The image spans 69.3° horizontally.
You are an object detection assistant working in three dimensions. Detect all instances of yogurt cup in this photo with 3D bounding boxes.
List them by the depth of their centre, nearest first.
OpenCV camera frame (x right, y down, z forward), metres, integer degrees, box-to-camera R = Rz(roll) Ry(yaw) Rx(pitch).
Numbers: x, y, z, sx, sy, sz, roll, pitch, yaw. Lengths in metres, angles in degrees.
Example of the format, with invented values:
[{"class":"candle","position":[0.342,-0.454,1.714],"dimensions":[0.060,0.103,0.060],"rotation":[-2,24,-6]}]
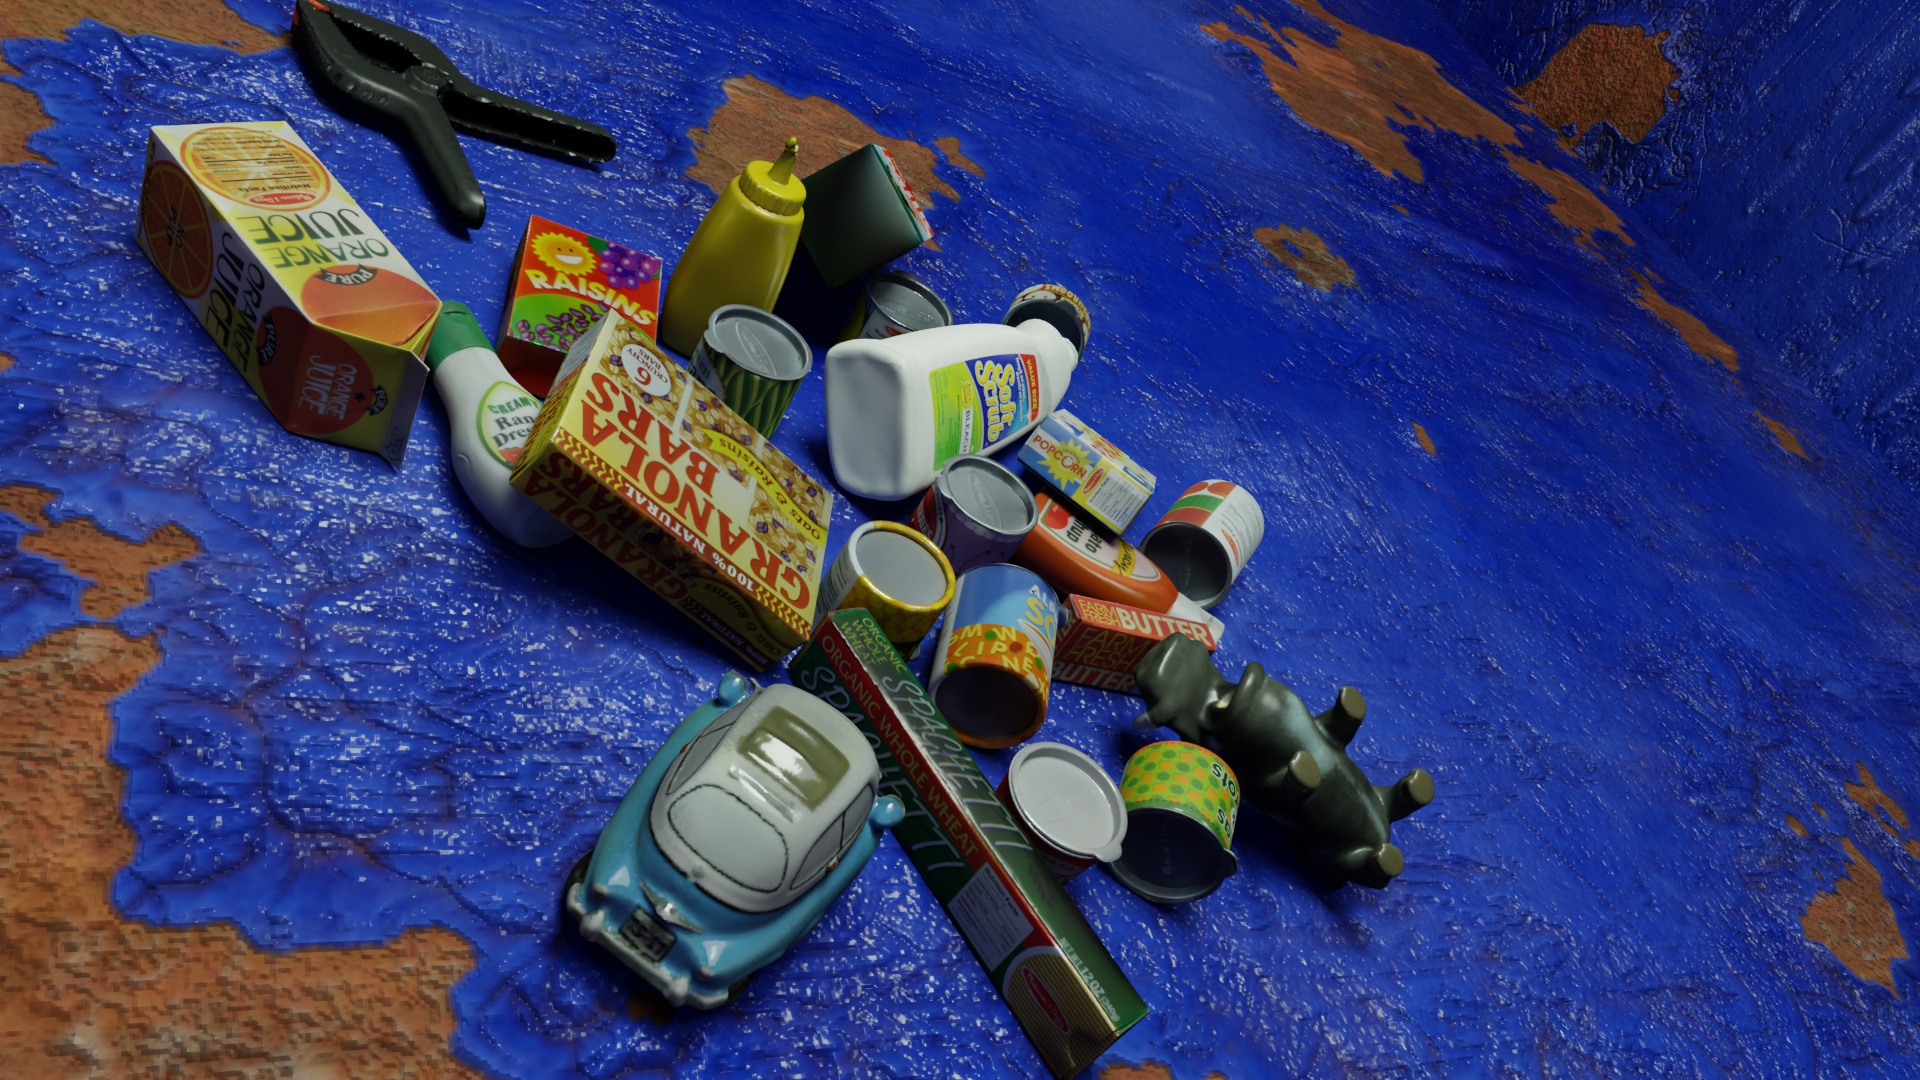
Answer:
[{"class":"yogurt cup","position":[0.043,0.145,0.708],"dimensions":[0.072,0.053,0.073],"rotation":[22,38,-18]}]

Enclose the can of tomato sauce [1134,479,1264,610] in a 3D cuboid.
[{"class":"can of tomato sauce","position":[0.165,0.002,0.961],"dimensions":[0.071,0.070,0.083],"rotation":[40,35,7]}]

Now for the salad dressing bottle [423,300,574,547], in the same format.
[{"class":"salad dressing bottle","position":[-0.244,-0.064,0.726],"dimensions":[0.064,0.043,0.148],"rotation":[-9,54,-48]}]

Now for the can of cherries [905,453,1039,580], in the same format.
[{"class":"can of cherries","position":[0.003,-0.011,0.850],"dimensions":[0.071,0.058,0.072],"rotation":[22,39,-18]}]

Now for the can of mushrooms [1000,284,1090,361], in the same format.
[{"class":"can of mushrooms","position":[0.066,-0.161,1.062],"dimensions":[0.071,0.070,0.034],"rotation":[32,34,-5]}]

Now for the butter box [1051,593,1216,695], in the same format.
[{"class":"butter box","position":[0.099,0.066,0.843],"dimensions":[0.103,0.053,0.024],"rotation":[14,39,-27]}]

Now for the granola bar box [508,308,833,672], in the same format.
[{"class":"granola bar box","position":[-0.143,-0.026,0.722],"dimensions":[0.165,0.039,0.125],"rotation":[42,29,-27]}]

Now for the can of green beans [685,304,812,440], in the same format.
[{"class":"can of green beans","position":[-0.132,-0.100,0.844],"dimensions":[0.071,0.057,0.071],"rotation":[22,38,-18]}]

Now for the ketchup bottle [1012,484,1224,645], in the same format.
[{"class":"ketchup bottle","position":[0.100,0.026,0.898],"dimensions":[0.149,0.043,0.065],"rotation":[36,33,0]}]

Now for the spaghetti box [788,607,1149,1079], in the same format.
[{"class":"spaghetti box","position":[-0.003,0.140,0.680],"dimensions":[0.029,0.050,0.251],"rotation":[-10,55,-47]}]

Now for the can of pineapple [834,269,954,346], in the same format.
[{"class":"can of pineapple","position":[-0.046,-0.144,0.963],"dimensions":[0.071,0.057,0.071],"rotation":[22,38,-18]}]

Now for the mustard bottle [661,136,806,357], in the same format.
[{"class":"mustard bottle","position":[-0.131,-0.180,0.850],"dimensions":[0.065,0.159,0.049],"rotation":[22,36,-20]}]

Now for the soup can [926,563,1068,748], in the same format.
[{"class":"soup can","position":[0.022,0.064,0.771],"dimensions":[0.071,0.071,0.084],"rotation":[27,37,-11]}]

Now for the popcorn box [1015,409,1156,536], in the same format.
[{"class":"popcorn box","position":[0.087,-0.048,0.936],"dimensions":[0.085,0.038,0.127],"rotation":[37,11,3]}]

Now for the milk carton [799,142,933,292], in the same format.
[{"class":"milk carton","position":[-0.068,-0.229,0.981],"dimensions":[0.073,0.072,0.191],"rotation":[62,7,-11]}]

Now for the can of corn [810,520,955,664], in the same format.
[{"class":"can of corn","position":[-0.042,0.032,0.765],"dimensions":[0.071,0.058,0.071],"rotation":[21,38,-18]}]

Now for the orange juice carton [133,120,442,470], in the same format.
[{"class":"orange juice carton","position":[-0.330,-0.124,0.702],"dimensions":[0.193,0.071,0.073],"rotation":[46,37,16]}]

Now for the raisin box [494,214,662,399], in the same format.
[{"class":"raisin box","position":[-0.225,-0.132,0.823],"dimensions":[0.086,0.040,0.124],"rotation":[16,41,-23]}]

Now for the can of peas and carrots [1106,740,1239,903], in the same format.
[{"class":"can of peas and carrots","position":[0.117,0.151,0.747],"dimensions":[0.071,0.070,0.059],"rotation":[33,35,-2]}]
